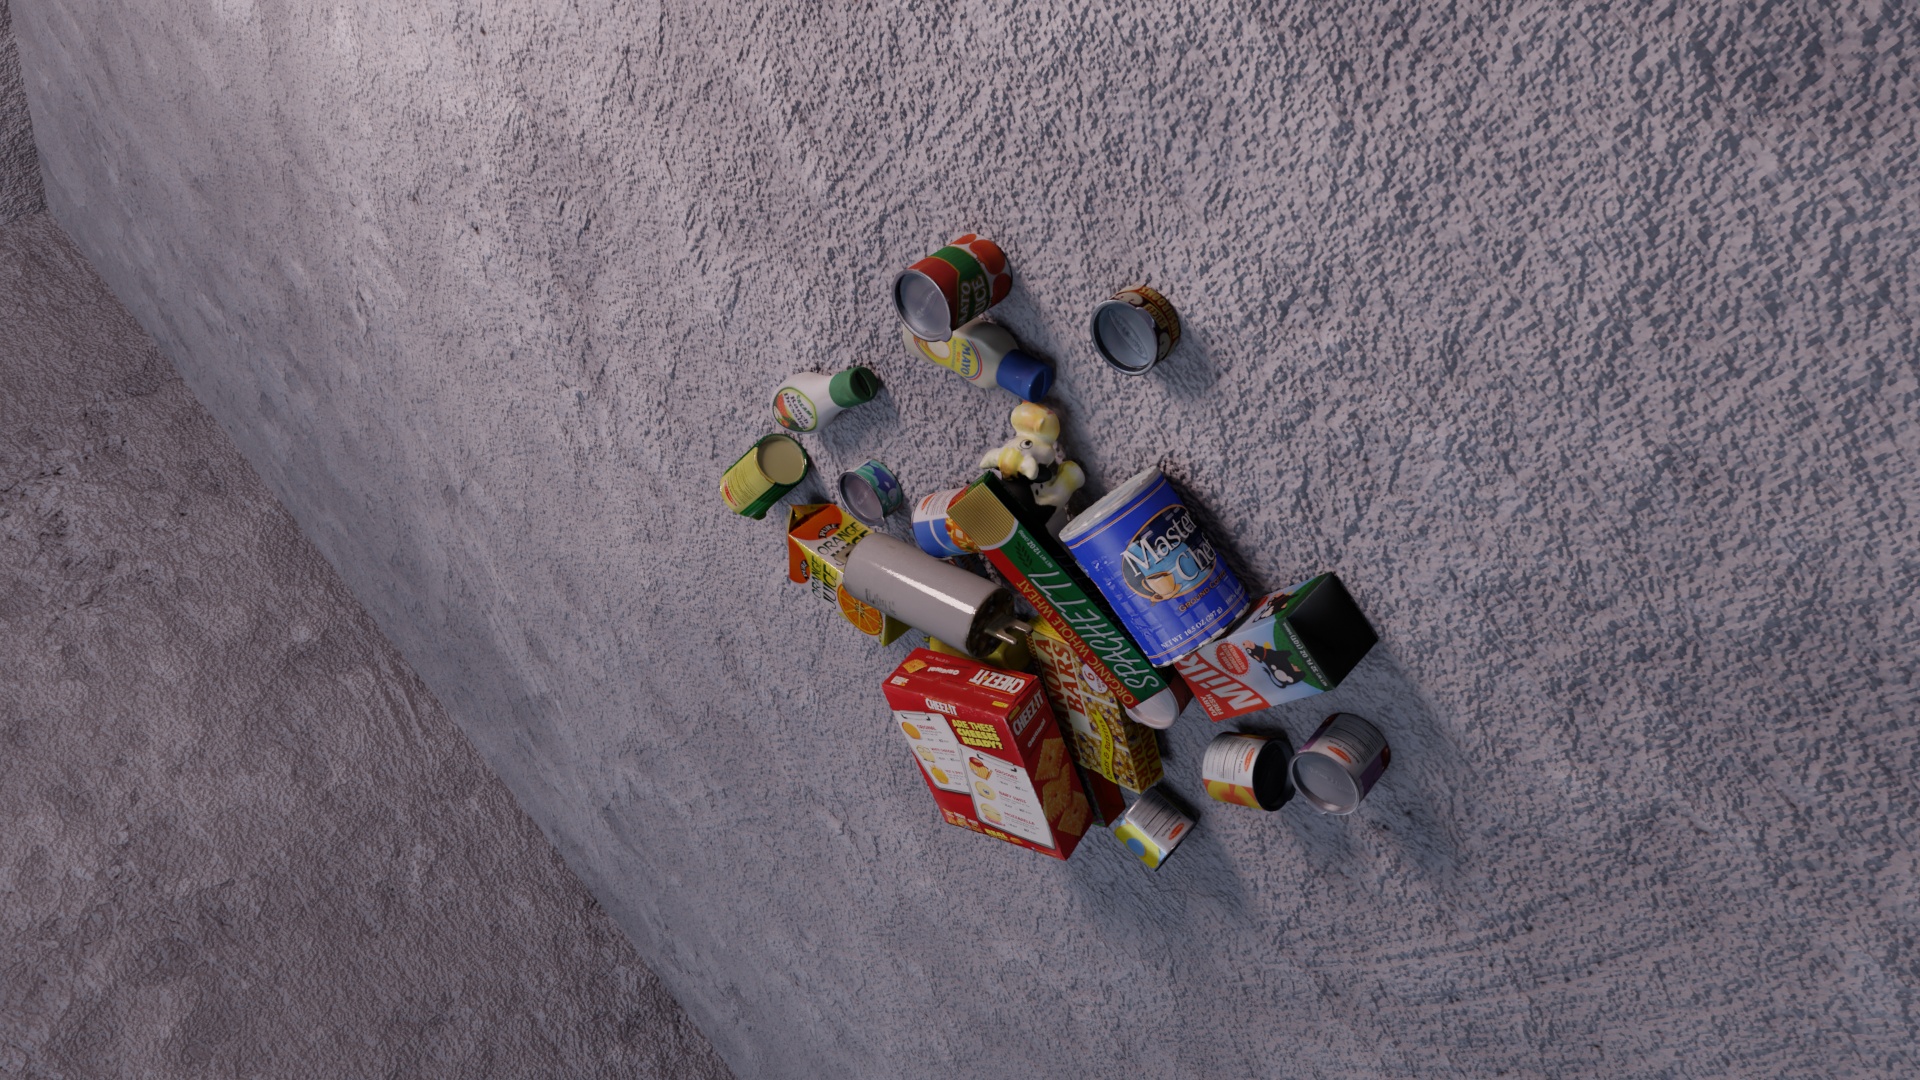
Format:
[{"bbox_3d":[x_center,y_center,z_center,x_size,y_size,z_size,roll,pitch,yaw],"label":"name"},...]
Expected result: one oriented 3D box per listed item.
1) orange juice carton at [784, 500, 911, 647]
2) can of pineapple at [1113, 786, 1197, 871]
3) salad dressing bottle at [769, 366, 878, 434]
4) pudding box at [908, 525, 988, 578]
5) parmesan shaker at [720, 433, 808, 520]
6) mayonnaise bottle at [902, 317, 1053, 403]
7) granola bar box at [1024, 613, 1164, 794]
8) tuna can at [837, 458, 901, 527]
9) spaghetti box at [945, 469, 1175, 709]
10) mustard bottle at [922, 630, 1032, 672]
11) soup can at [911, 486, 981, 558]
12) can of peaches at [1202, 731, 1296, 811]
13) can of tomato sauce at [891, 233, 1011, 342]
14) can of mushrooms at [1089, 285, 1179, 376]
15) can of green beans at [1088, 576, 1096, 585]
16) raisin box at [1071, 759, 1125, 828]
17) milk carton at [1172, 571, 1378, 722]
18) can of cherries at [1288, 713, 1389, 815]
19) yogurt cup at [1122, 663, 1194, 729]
[{"bbox_3d":[-0.128,0.028,1.541,0.193,0.073,0.071,34,141,26],"label":"orange juice carton"},{"bbox_3d":[0.197,0.293,1.410,0.058,0.071,0.070,40,143,17],"label":"can of pineapple"},{"bbox_3d":[-0.140,-0.148,1.429,0.147,0.044,0.064,-10,113,51],"label":"salad dressing bottle"},{"bbox_3d":[-0.013,0.013,1.436,0.049,0.030,0.083,-13,110,51],"label":"pudding box"},{"bbox_3d":[-0.220,-0.071,1.565,0.071,0.071,0.102,55,144,-3],"label":"parmesan shaker"},{"bbox_3d":[0.015,-0.169,1.238,0.148,0.041,0.064,31,138,28],"label":"mayonnaise bottle"},{"bbox_3d":[0.131,0.159,1.378,0.124,0.039,0.164,20,134,49],"label":"granola bar box"},{"bbox_3d":[-0.094,-0.049,1.472,0.071,0.033,0.070,29,139,30],"label":"tuna can"},{"bbox_3d":[0.089,0.046,1.218,0.050,0.029,0.250,-37,100,32],"label":"spaghetti box"},{"bbox_3d":[0.012,0.111,1.467,0.160,0.065,0.048,2,127,54],"label":"mustard bottle"},{"bbox_3d":[0.005,-0.017,1.360,0.083,0.072,0.071,-8,113,51],"label":"soup can"},{"bbox_3d":[0.264,0.211,1.265,0.058,0.071,0.071,1,121,48],"label":"can of peaches"},{"bbox_3d":[-0.005,-0.215,1.185,0.071,0.083,0.070,29,139,29],"label":"can of tomato sauce"},{"bbox_3d":[0.140,-0.168,1.105,0.071,0.033,0.070,29,139,30],"label":"can of mushrooms"},{"bbox_3d":[0.144,0.054,1.270,0.071,0.058,0.071,29,138,30],"label":"can of green beans"},{"bbox_3d":[0.110,0.254,1.499,0.123,0.040,0.085,4,124,45],"label":"raisin box"},{"bbox_3d":[0.248,0.097,1.176,0.072,0.074,0.190,55,145,-3],"label":"milk carton"},{"bbox_3d":[0.323,0.192,1.187,0.071,0.059,0.071,28,138,29],"label":"can of cherries"},{"bbox_3d":[0.188,0.133,1.293,0.072,0.054,0.072,29,138,29],"label":"yogurt cup"}]
